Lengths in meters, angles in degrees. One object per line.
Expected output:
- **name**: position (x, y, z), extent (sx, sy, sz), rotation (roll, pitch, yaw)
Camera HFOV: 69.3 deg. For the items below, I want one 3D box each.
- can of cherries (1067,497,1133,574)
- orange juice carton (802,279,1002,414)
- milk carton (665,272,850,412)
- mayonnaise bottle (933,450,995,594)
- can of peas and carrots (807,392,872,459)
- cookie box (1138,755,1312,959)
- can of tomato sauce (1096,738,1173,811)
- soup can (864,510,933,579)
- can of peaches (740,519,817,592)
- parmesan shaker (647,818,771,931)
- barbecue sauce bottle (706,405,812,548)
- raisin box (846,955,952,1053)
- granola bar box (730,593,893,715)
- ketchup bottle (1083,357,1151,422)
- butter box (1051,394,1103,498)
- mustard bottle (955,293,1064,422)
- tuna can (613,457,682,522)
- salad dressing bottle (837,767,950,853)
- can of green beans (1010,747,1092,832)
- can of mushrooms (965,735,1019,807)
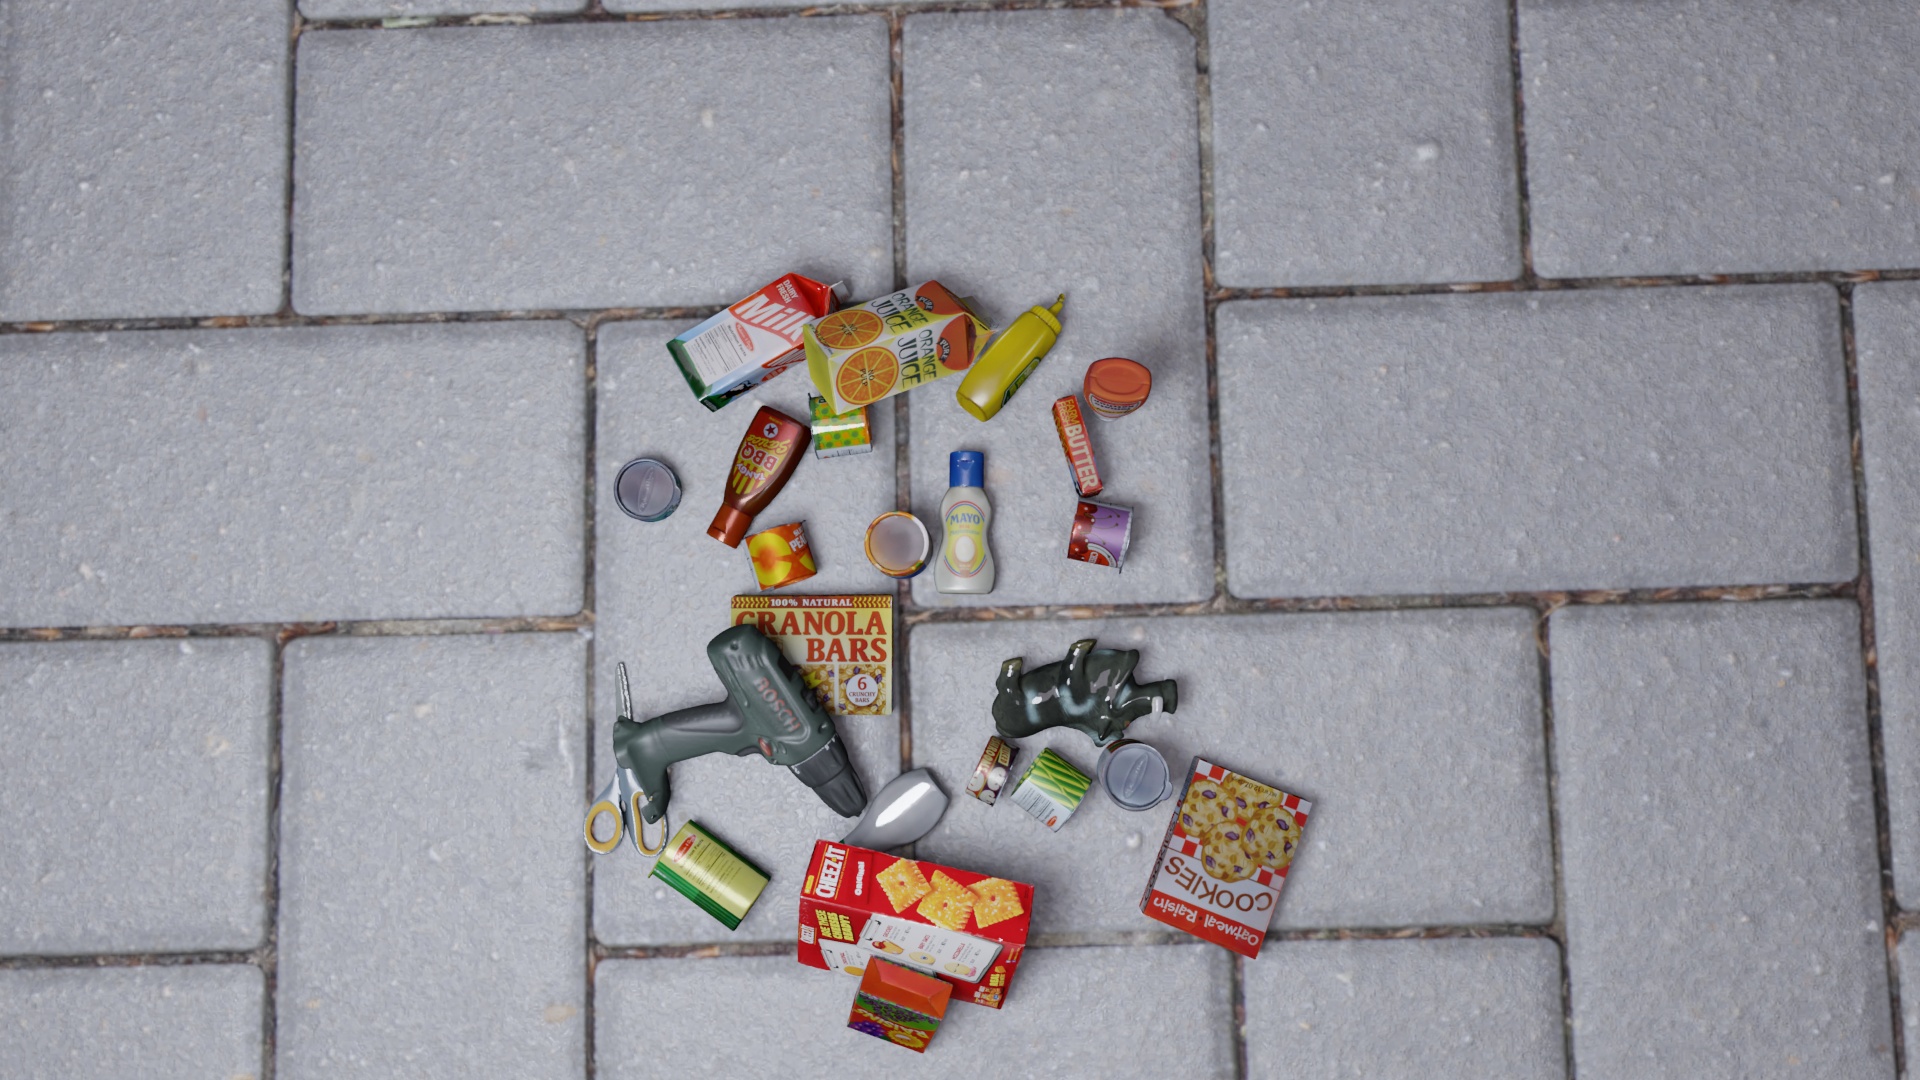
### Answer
- **can of cherries**: position (0.143, -0.005, 1.429), extent (0.058, 0.071, 0.071), rotation (11, 86, 2)
- **orange juice carton**: position (-0.057, -0.205, 1.423), extent (0.193, 0.072, 0.072), rotation (-22, 46, -17)
- **milk carton**: position (-0.201, -0.216, 1.452), extent (0.190, 0.072, 0.073), rotation (-30, 85, 0)
- **mayonnaise bottle**: position (0.005, -0.018, 1.446), extent (0.065, 0.041, 0.148), rotation (0, 86, 3)
- **can of peas and carrots**: position (-0.125, -0.123, 1.444), extent (0.059, 0.071, 0.071), rotation (-7, 85, 0)
- **cookie box**: position (0.268, 0.321, 1.412), extent (0.123, 0.040, 0.167), rotation (21, 86, 3)
- **can of tomato sauce**: position (0.175, 0.235, 1.400), extent (0.071, 0.083, 0.071), rotation (0, 86, 1)
- **soup can**: position (-0.066, 0.006, 1.424), extent (0.071, 0.083, 0.071), rotation (0, 86, 2)
- **can of peaches**: position (-0.185, 0.017, 1.433), extent (0.071, 0.071, 0.058), rotation (-18, 86, 0)
- **parmesan shaker**: position (-0.253, 0.341, 1.406), extent (0.103, 0.071, 0.071), rotation (35, 87, 3)
- **barbecue sauce bottle**: position (-0.214, -0.064, 1.452), extent (0.065, 0.043, 0.148), rotation (27, 86, 18)
- **raisin box**: position (-0.062, 0.457, 1.365), extent (0.086, 0.122, 0.040), rotation (18, 54, 1)
- **granola bar box**: position (-0.152, 0.117, 1.435), extent (0.166, 0.039, 0.124), rotation (0, 89, 1)
- **ketchup bottle**: position (0.154, -0.149, 1.401), extent (0.065, 0.148, 0.043), rotation (9, 86, 2)
- **butter box**: position (0.121, -0.096, 1.445), extent (0.024, 0.053, 0.103), rotation (-16, 85, -2)
- **mustard bottle**: position (0.061, -0.197, 1.451), extent (0.049, 0.065, 0.160), rotation (39, 83, 8)
- **tuna can**: position (-0.325, -0.052, 1.459), extent (0.071, 0.033, 0.071), rotation (0, 85, 1)
- **salad dressing bottle**: position (-0.080, 0.295, 1.420), extent (0.148, 0.044, 0.064), rotation (-39, 92, -1)
- **can of green beans**: position (0.092, 0.252, 1.408), extent (0.058, 0.071, 0.071), rotation (36, 87, 4)
- **can of mushrooms**: position (0.033, 0.232, 1.409), extent (0.033, 0.071, 0.071), rotation (26, 86, 4)
